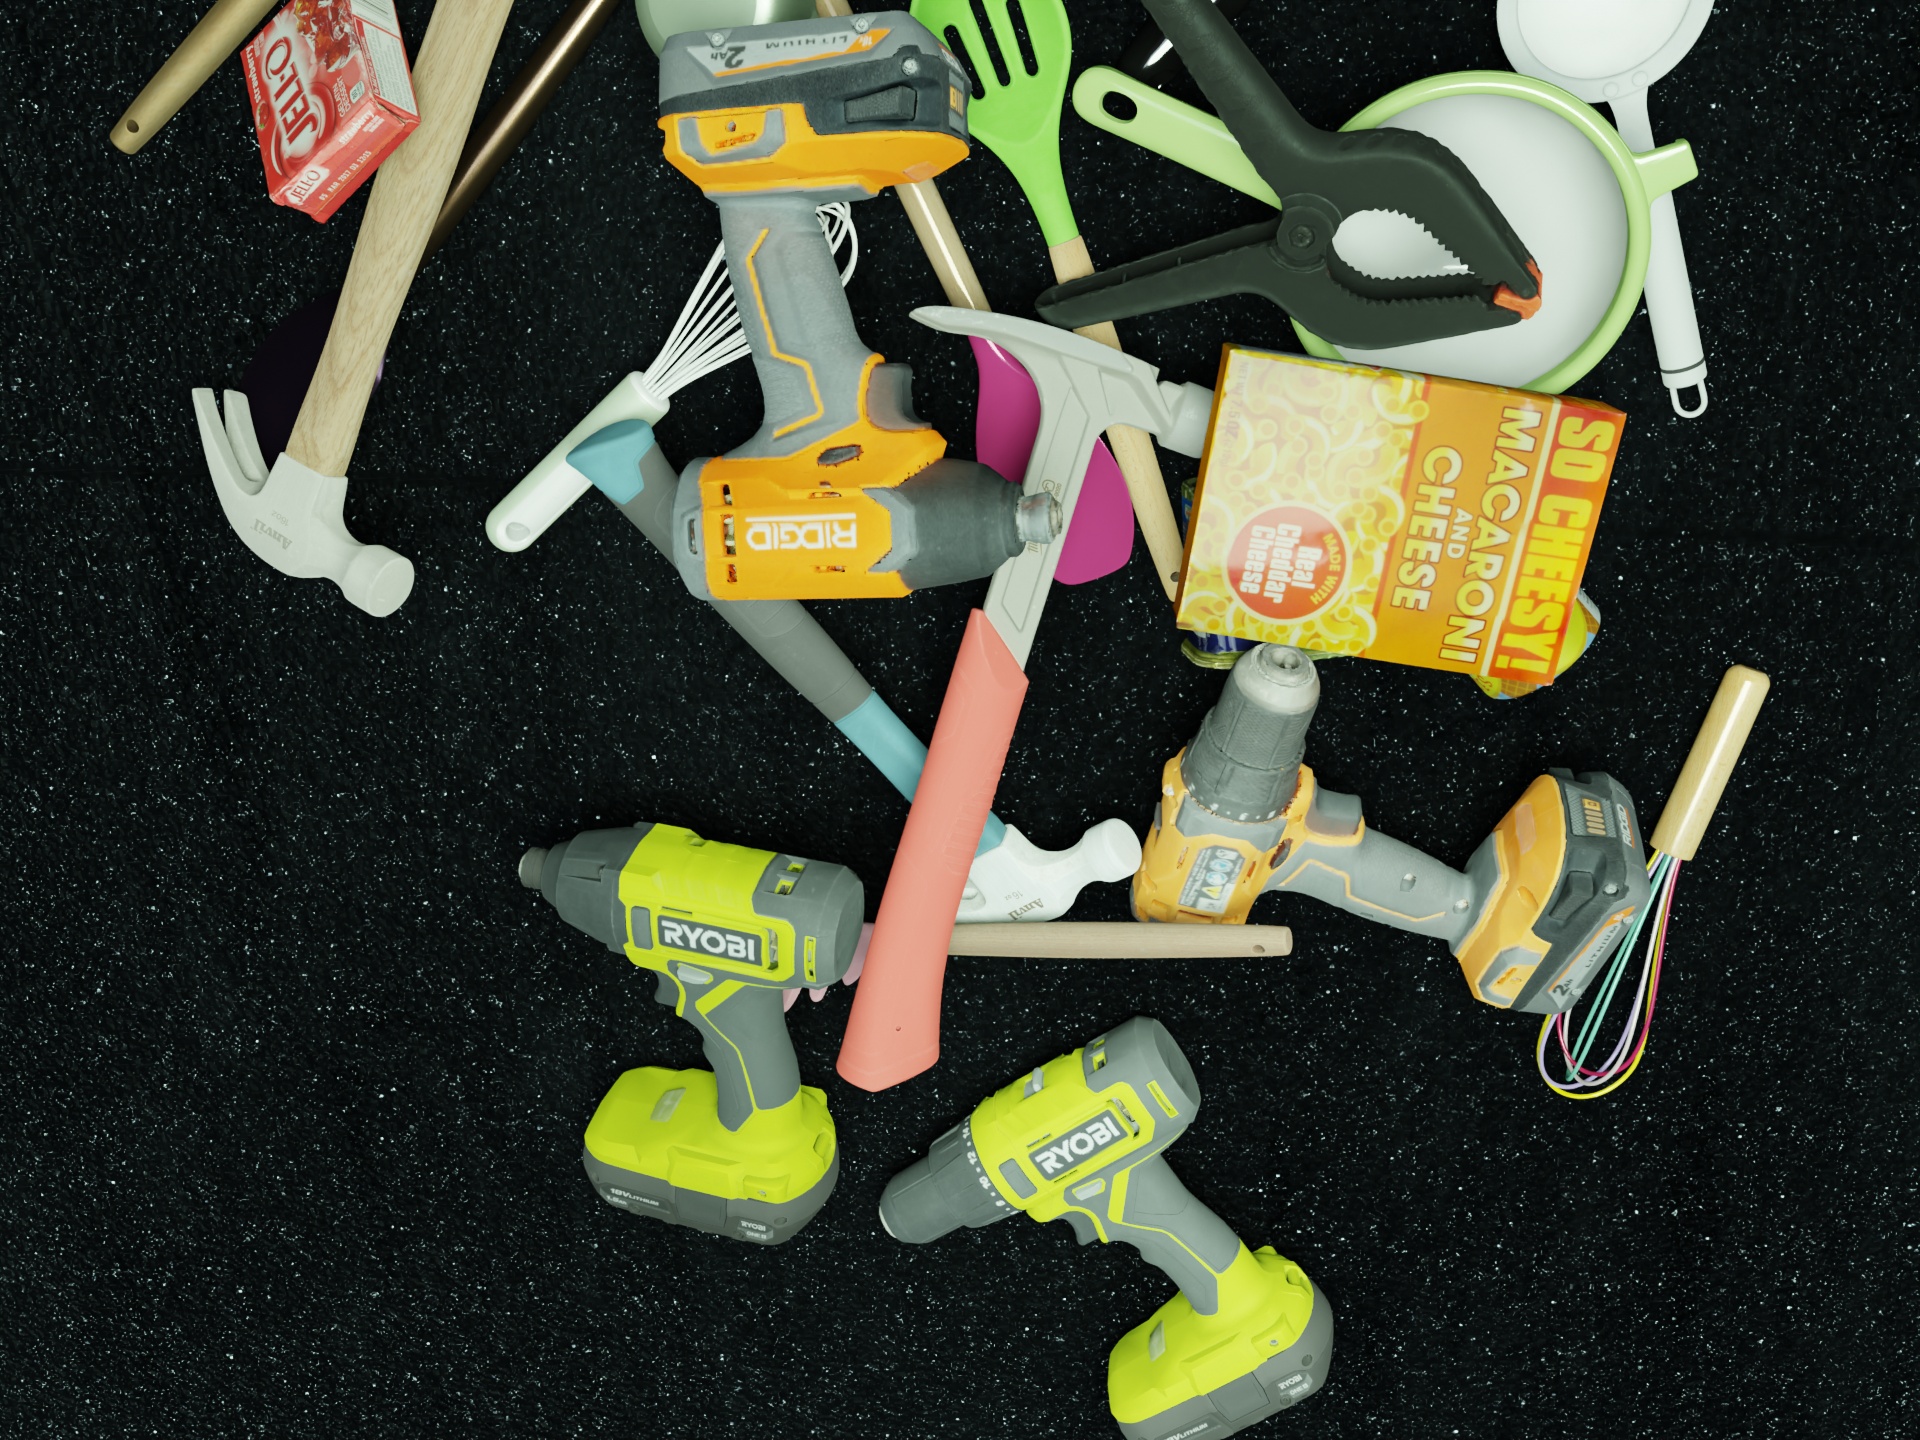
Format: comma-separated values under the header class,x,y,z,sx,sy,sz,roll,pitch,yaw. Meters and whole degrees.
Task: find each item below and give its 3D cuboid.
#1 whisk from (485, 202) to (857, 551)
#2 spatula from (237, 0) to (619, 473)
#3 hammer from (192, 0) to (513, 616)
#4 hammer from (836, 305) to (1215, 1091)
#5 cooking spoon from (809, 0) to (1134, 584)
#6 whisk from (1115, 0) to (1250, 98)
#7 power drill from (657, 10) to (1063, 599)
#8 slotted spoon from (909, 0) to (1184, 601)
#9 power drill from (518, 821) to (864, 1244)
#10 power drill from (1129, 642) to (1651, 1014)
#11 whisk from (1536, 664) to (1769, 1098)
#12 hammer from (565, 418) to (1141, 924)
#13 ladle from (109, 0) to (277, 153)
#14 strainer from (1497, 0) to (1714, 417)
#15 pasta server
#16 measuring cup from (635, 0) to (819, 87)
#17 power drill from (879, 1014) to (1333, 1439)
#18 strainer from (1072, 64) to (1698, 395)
class,x,y,z,sx,sy,sz,roll,pitch,yaw
whisk,-0.142,-0.161,0.756,0.246,0.059,0.057,-39,131,19
spatula,-0.249,-0.235,0.748,0.060,0.018,0.316,44,107,-2
hammer,-0.261,-0.223,0.727,0.130,0.031,0.331,28,103,15
hammer,-0.001,-0.002,0.736,0.149,0.037,0.359,16,97,-9
cooking spoon,-0.001,-0.207,0.743,0.069,0.017,0.318,-18,109,28
whisk,0.154,-0.355,0.668,0.055,0.055,0.239,43,110,-12
power drill,-0.041,-0.163,0.658,0.164,0.084,0.226,1,101,14
slotted spoon,0.055,-0.198,0.741,0.070,0.031,0.313,-19,110,9
power drill,-0.138,0.157,0.825,0.171,0.080,0.223,10,122,12
power drill,0.208,0.052,0.770,0.226,0.084,0.185,12,135,0
whisk,0.361,0.088,0.821,0.047,0.051,0.245,26,108,30
hammer,-0.061,-0.018,0.779,0.128,0.033,0.330,-31,110,34
ladle,-0.272,-0.357,0.686,0.320,0.062,0.078,-37,109,17
strainer,0.297,-0.252,0.701,0.087,0.050,0.258,-13,115,22
pasta server,0.009,0.116,0.804,0.316,0.040,0.060,-4,123,26
measuring cup,-0.093,-0.352,0.671,0.083,0.038,0.167,22,118,8
power drill,0.084,0.297,0.894,0.190,0.080,0.228,-33,102,14
strainer,0.173,-0.234,0.703,0.256,0.069,0.151,26,127,4
